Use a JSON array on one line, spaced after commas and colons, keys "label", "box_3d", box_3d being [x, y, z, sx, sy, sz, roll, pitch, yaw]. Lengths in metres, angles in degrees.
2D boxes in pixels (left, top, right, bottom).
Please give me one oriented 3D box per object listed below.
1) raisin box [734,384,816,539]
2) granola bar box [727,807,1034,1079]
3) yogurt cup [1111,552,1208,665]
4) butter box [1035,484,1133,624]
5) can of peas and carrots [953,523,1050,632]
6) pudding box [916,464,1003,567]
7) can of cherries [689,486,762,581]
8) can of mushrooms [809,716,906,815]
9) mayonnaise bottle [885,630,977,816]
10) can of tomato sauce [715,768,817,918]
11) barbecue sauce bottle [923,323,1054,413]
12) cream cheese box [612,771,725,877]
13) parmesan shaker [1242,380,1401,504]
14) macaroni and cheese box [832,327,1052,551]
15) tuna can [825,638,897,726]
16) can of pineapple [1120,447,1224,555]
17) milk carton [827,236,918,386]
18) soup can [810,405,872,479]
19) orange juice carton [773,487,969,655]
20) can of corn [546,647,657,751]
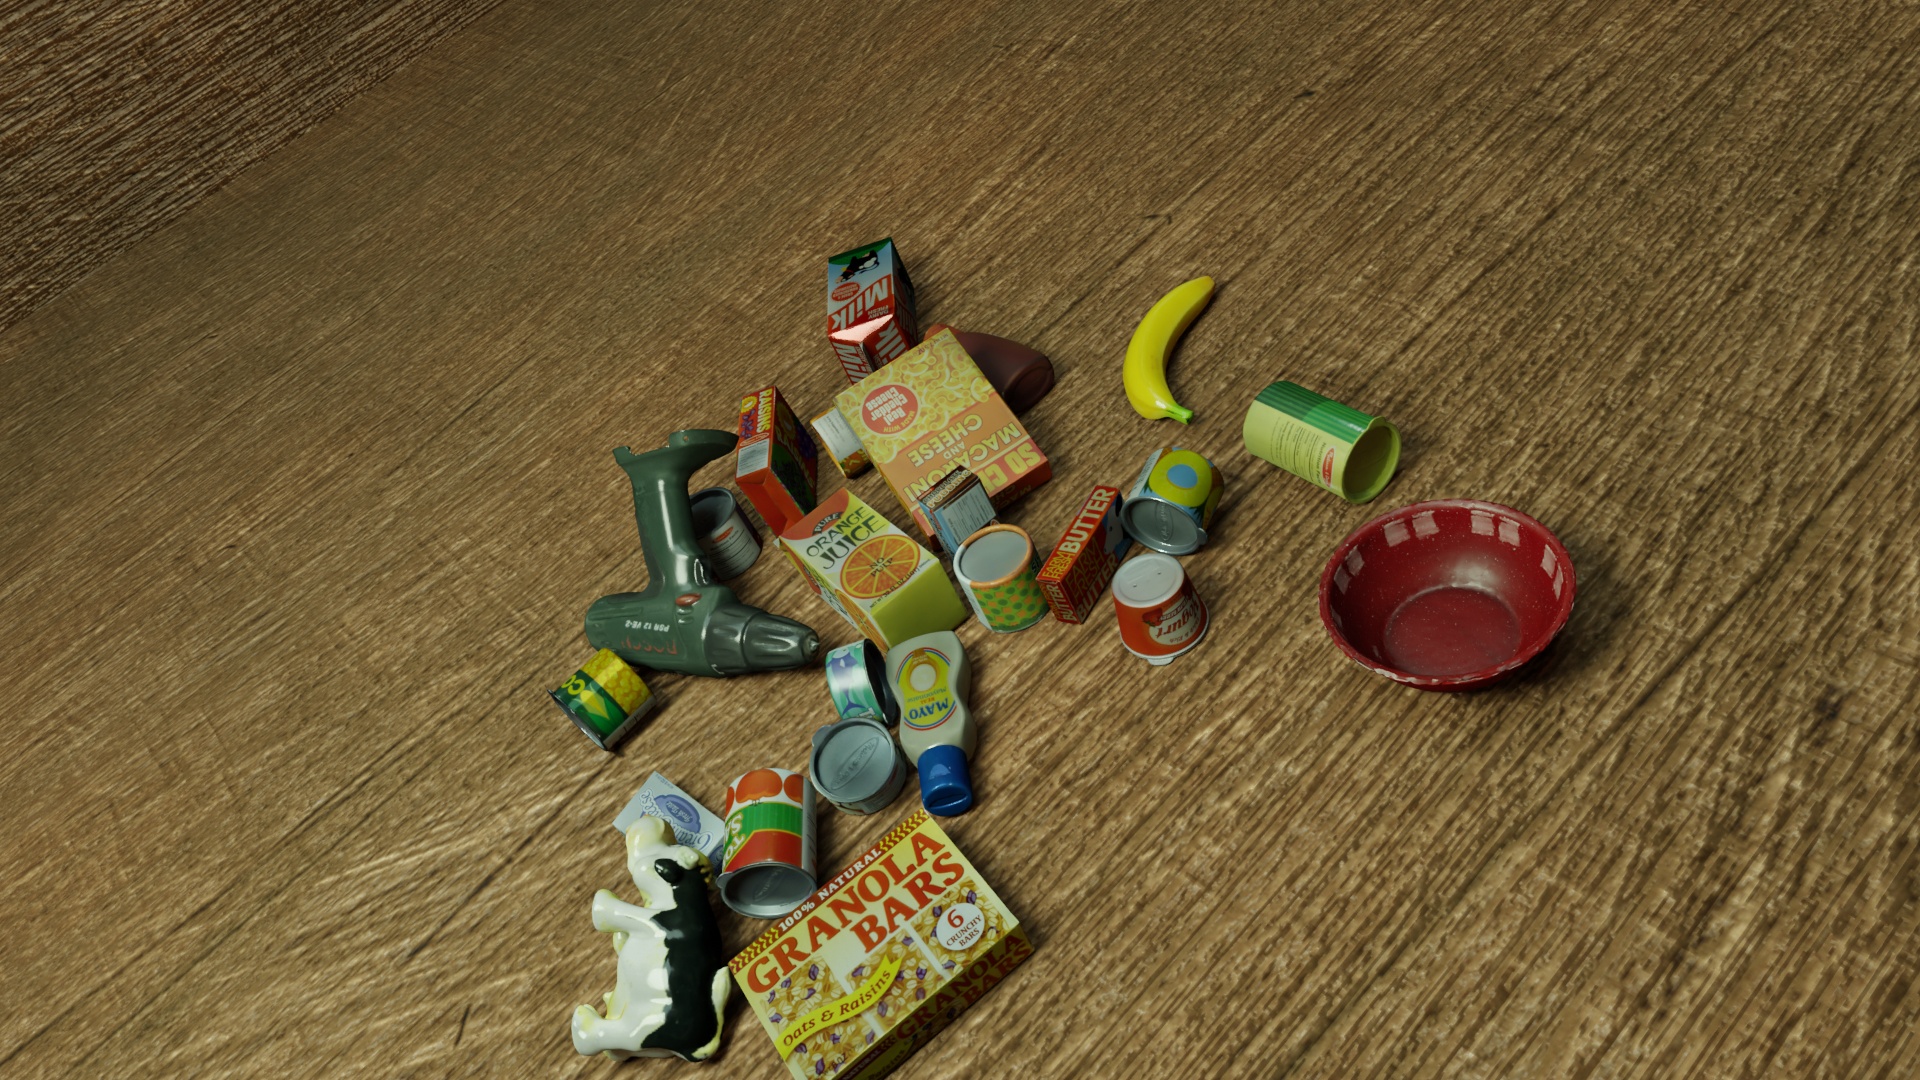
[{"label": "raisin box", "box_3d": [-0.169, -0.072, 1.281, 0.040, 0.085, 0.124, -21, 41, 14]}, {"label": "granola bar box", "box_3d": [-0.053, 0.271, 0.905, 0.166, 0.039, 0.124, -37, 43, -12]}, {"label": "yogurt cup", "box_3d": [0.144, 0.046, 1.024, 0.072, 0.053, 0.073, -14, 42, 13]}, {"label": "butter box", "box_3d": [0.100, 0.011, 1.084, 0.024, 0.053, 0.104, 10, 53, 37]}, {"label": "can of peas and carrots", "box_3d": [0.037, 0.028, 1.094, 0.071, 0.058, 0.071, -14, 43, 14]}, {"label": "pudding box", "box_3d": [0.004, -0.014, 1.136, 0.050, 0.083, 0.030, -39, 40, -13]}, {"label": "can of cherries", "box_3d": [-0.223, -0.007, 1.263, 0.071, 0.058, 0.072, -15, 43, 14]}, {"label": "can of mushrooms", "box_3d": [-0.076, 0.164, 1.019, 0.071, 0.033, 0.071, -8, 58, 13]}, {"label": "mayonnaise bottle", "box_3d": [-0.018, 0.134, 1.026, 0.065, 0.041, 0.149, -18, 41, 6]}, {"label": "can of tomato sauce", "box_3d": [-0.137, 0.213, 0.985, 0.071, 0.071, 0.083, -18, 41, 10]}, {"label": "barbecue sauce bottle", "box_3d": [0.020, -0.169, 1.318, 0.065, 0.043, 0.149, -40, 42, -16]}, {"label": "cream cheese box", "box_3d": [-0.213, 0.220, 1.047, 0.104, 0.024, 0.053, 23, 68, 41]}, {"label": "parmesan shaker", "box_3d": [0.278, -0.080, 1.073, 0.071, 0.071, 0.103, -40, 42, -14]}, {"label": "macaroni and cheese box", "box_3d": [-0.016, -0.089, 1.211, 0.124, 0.040, 0.167, -33, 65, -6]}, {"label": "tuna can", "box_3d": [-0.075, 0.113, 1.060, 0.033, 0.070, 0.071, -19, 42, 9]}, {"label": "can of pineapple", "box_3d": [0.167, -0.030, 1.083, 0.071, 0.070, 0.058, 8, 51, 33]}, {"label": "milk carton", "box_3d": [-0.088, -0.220, 1.403, 0.073, 0.072, 0.191, -17, 42, 10]}, {"label": "soup can", "box_3d": [-0.087, -0.105, 1.292, 0.084, 0.071, 0.071, -33, 41, -6]}, {"label": "orange juice carton", "box_3d": [-0.083, 0.020, 1.153, 0.072, 0.072, 0.193, -39, 42, -14]}, {"label": "can of corn", "box_3d": [-0.296, 0.129, 1.151, 0.071, 0.071, 0.058, 25, 61, 42]}]
